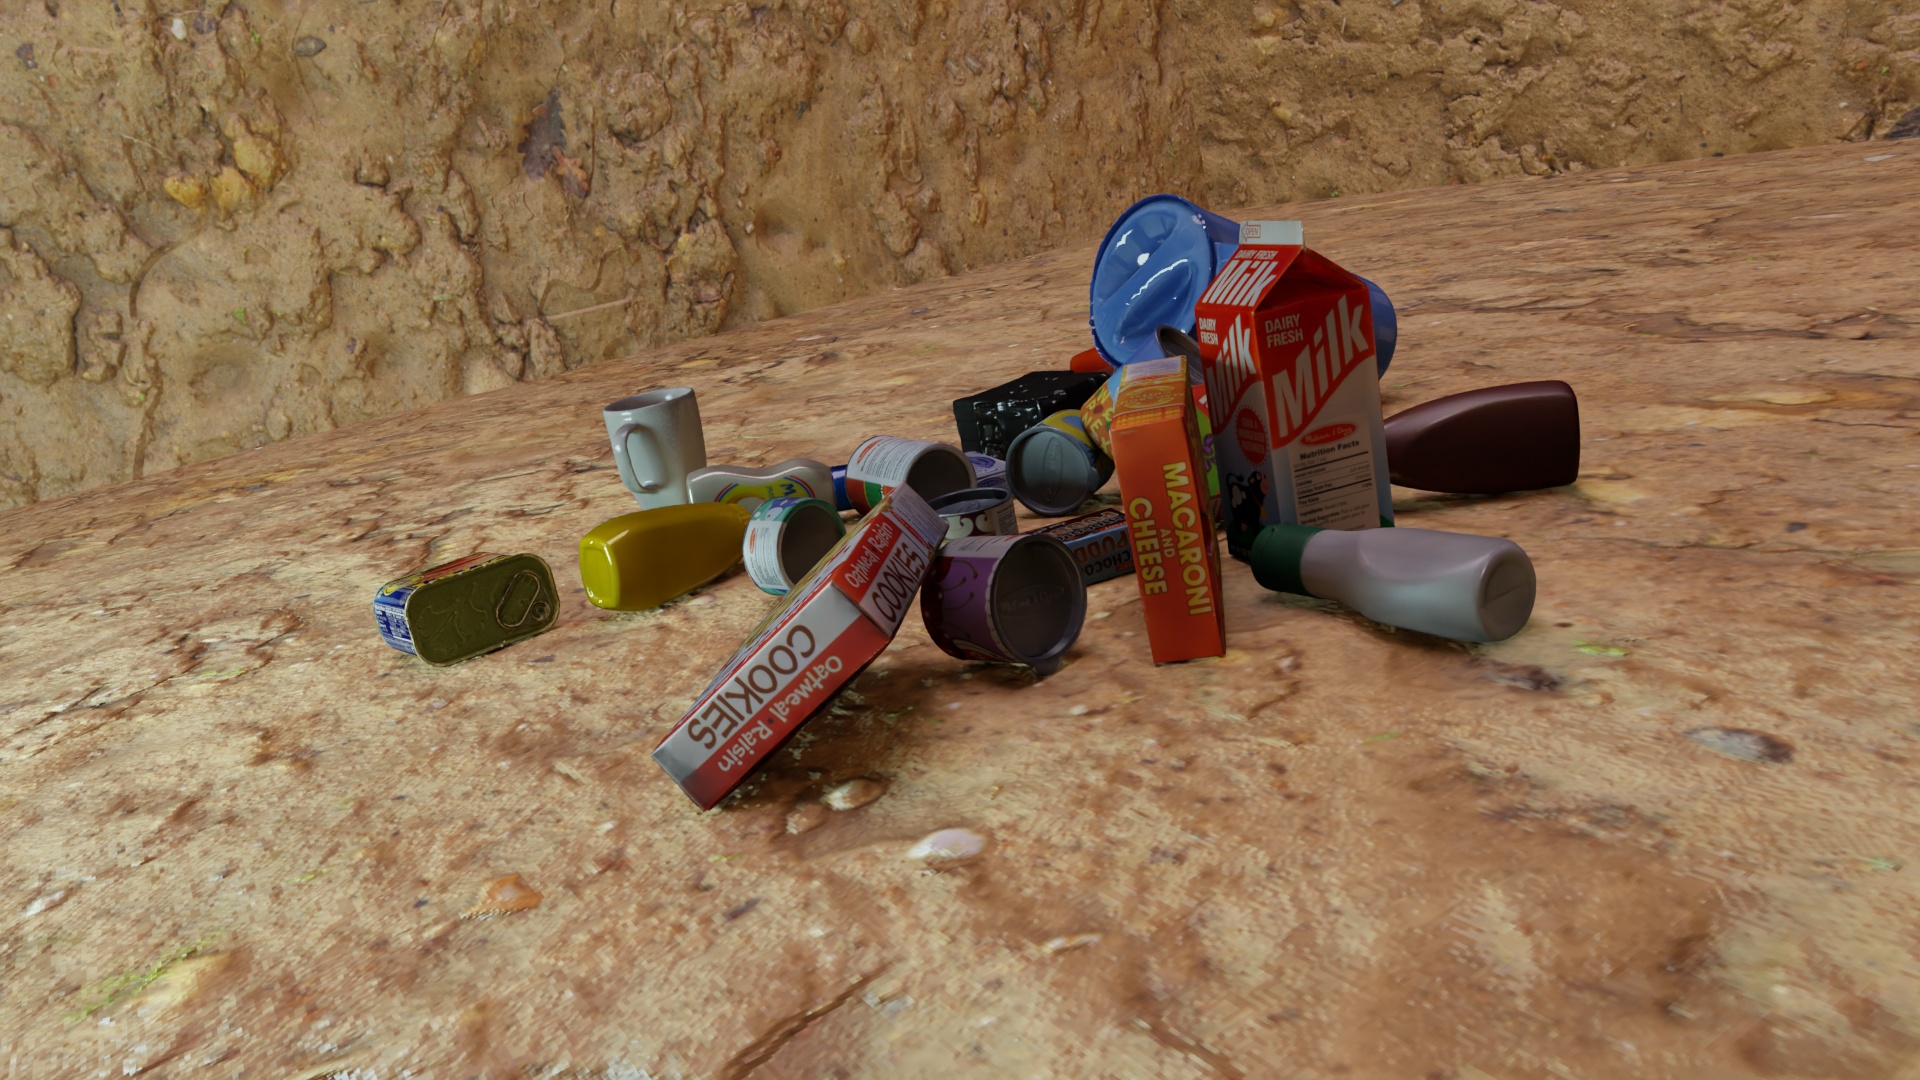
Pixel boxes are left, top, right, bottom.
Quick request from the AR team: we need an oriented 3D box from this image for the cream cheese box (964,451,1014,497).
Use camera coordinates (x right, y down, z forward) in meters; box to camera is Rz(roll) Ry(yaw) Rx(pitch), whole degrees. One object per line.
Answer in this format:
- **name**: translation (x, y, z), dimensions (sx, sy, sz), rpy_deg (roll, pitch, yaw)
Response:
- **cream cheese box**: translation (0.006, -0.048, 1.097), dimensions (0.053, 0.024, 0.104), rpy_deg (-16, 16, -17)

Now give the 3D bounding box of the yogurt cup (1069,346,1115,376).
- **yogurt cup**: translation (0.139, -0.156, 1.319), dimensions (0.054, 0.072, 0.073), rpy_deg (-13, 13, 25)

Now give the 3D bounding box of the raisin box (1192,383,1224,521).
- **raisin box**: translation (0.172, -0.060, 0.902), dimensions (0.123, 0.086, 0.040), rpy_deg (-12, -29, -6)

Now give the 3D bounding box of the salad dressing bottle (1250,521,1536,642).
- **salad dressing bottle**: translation (0.207, 0.016, 0.685), dimensions (0.064, 0.044, 0.147), rpy_deg (-22, 17, -28)

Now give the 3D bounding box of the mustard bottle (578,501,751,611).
- **mustard bottle**: translation (-0.194, 0.004, 0.988), dimensions (0.049, 0.065, 0.161), rpy_deg (7, 18, 37)

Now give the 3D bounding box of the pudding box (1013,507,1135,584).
- **pudding box**: translation (0.066, 0.008, 0.838), dimensions (0.084, 0.030, 0.050), rpy_deg (-16, 16, -15)

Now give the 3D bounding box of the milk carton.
- **milk carton**: translation (0.185, -0.084, 0.779), dimensions (0.073, 0.190, 0.072), rpy_deg (-14, 15, -14)

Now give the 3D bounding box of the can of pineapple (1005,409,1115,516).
- **can of pineapple**: translation (0.075, -0.056, 0.999), dimensions (0.071, 0.070, 0.058), rpy_deg (-3, 17, 27)

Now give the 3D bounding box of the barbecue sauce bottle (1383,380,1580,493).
- **barbecue sauce bottle**: translation (0.291, -0.057, 0.838), dimensions (0.148, 0.064, 0.044), rpy_deg (-6, 23, 11)

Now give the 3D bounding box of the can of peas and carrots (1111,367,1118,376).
- **can of peas and carrots**: translation (0.173, -0.133, 1.197), dimensions (0.058, 0.070, 0.071), rpy_deg (2, 20, 39)

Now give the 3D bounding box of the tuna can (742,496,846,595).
- **tuna can**: translation (-0.106, 0.004, 0.911), dimensions (0.033, 0.071, 0.071), rpy_deg (3, 20, 40)

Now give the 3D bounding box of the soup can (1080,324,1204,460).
- **soup can**: translation (0.135, -0.097, 0.971), dimensions (0.083, 0.071, 0.071), rpy_deg (-46, -4, 30)

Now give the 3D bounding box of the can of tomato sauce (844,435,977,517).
- **can of tomato sauce**: translation (-0.035, -0.041, 1.028), dimensions (0.071, 0.071, 0.083), rpy_deg (-20, 18, -30)

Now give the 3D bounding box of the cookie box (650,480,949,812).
- **cookie box**: translation (-0.071, 0.045, 0.673), dimensions (0.122, 0.040, 0.168), rpy_deg (-44, 7, 18)

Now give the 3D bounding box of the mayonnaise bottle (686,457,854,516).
- **mayonnaise bottle**: translation (-0.136, -0.034, 1.084), dimensions (0.148, 0.064, 0.041), rpy_deg (-9, 18, -7)

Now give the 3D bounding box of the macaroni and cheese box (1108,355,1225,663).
- **macaroni and cheese box**: translation (0.113, -0.023, 0.740), dimensions (0.040, 0.123, 0.167), rpy_deg (-10, 15, 12)

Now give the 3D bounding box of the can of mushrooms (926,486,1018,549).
- **can of mushrooms**: translation (0.003, -0.012, 0.950), dimensions (0.071, 0.033, 0.071), rpy_deg (-10, 16, 3)

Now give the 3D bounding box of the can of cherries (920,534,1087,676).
- **can of cherries**: translation (0.021, 0.033, 0.713), dimensions (0.072, 0.071, 0.058), rpy_deg (-24, 14, -38)
